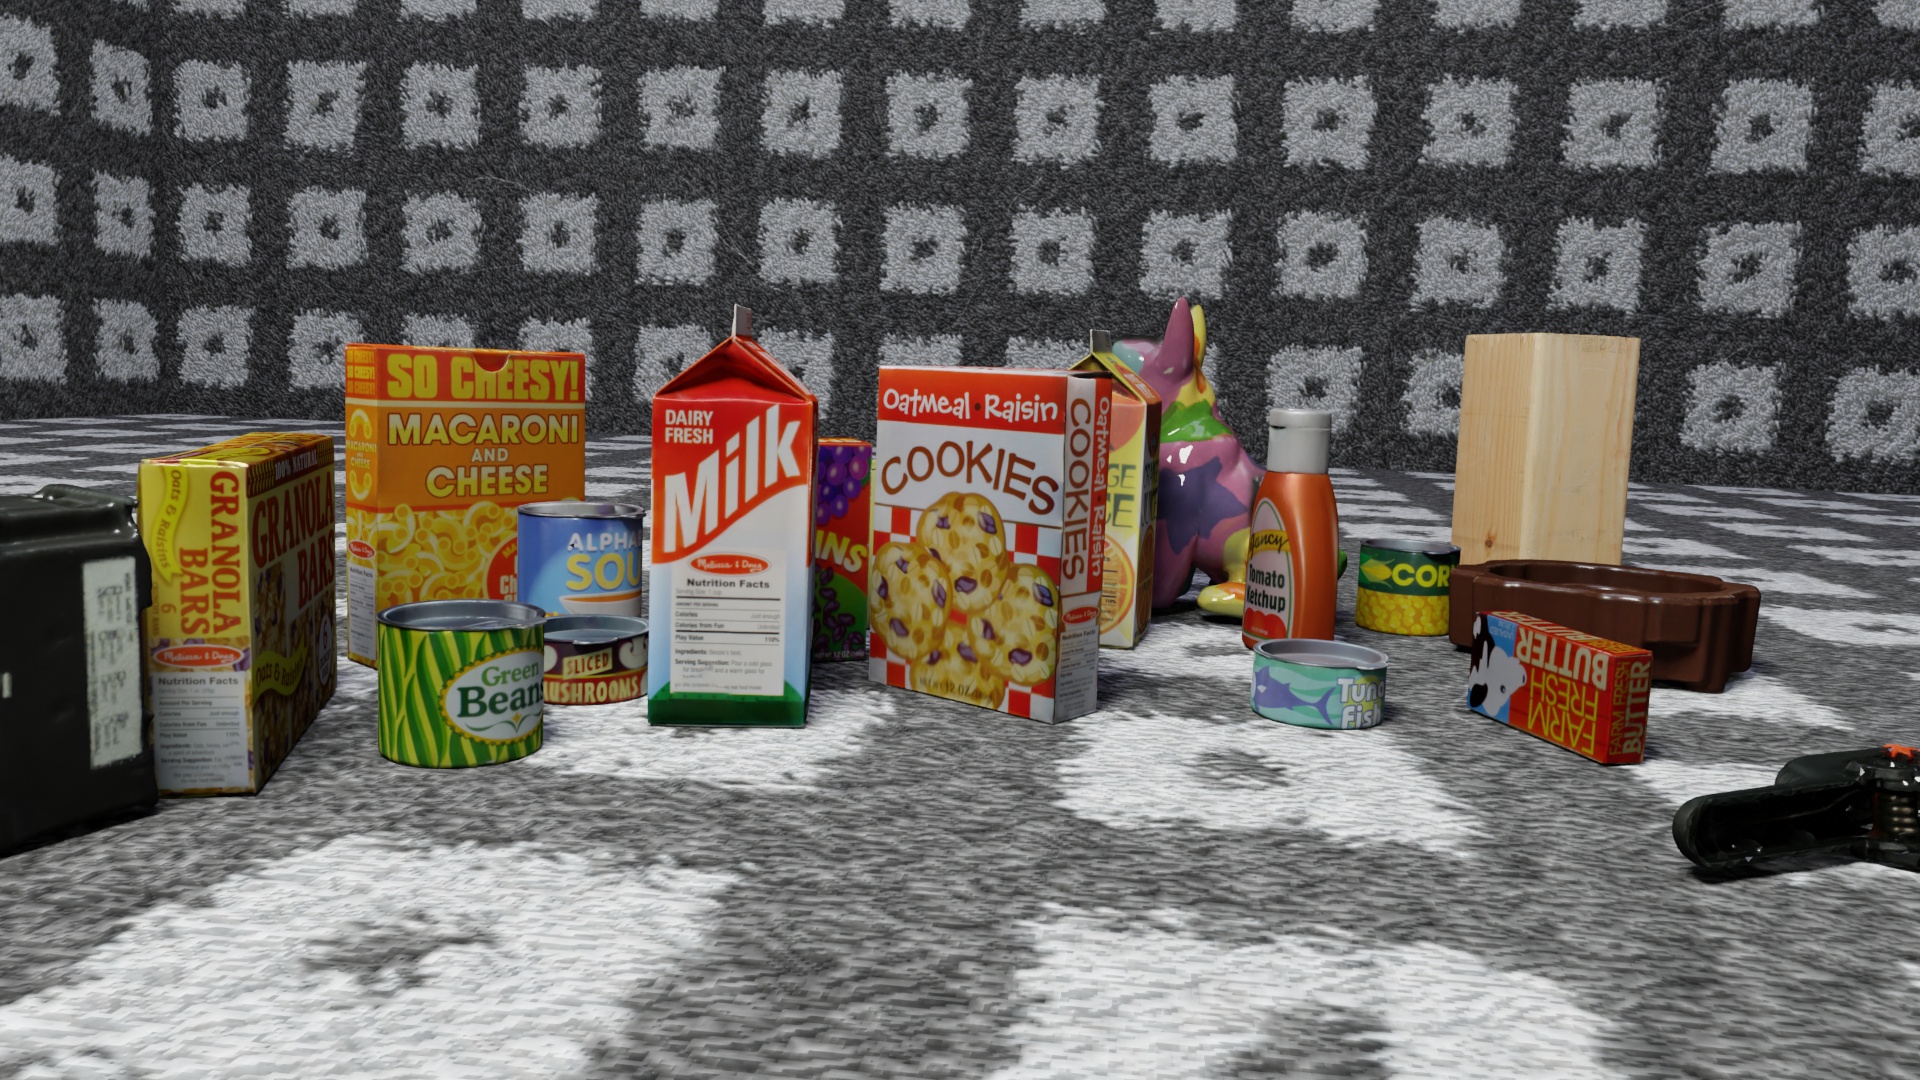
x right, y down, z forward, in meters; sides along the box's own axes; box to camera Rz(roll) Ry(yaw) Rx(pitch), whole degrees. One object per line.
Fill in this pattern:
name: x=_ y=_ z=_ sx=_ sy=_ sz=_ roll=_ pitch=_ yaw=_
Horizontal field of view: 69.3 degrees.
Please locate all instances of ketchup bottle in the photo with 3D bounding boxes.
ketchup bottle: x=0.202 y=-0.005 z=0.841 sx=0.043 sy=0.148 sz=0.065 roll=-1 pitch=7 yaw=-23

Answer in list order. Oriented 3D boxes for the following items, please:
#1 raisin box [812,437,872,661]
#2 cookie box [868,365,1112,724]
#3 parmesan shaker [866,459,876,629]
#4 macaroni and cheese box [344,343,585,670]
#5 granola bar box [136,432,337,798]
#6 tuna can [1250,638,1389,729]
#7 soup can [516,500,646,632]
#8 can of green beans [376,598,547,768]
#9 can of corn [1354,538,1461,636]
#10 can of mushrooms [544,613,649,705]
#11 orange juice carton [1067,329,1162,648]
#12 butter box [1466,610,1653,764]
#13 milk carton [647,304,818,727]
raisin box: x=-0.095 y=0.005 z=0.775 sx=0.086 sy=0.123 sz=0.040 roll=-1 pitch=7 yaw=-23
cookie box: x=0.013 y=-0.004 z=0.698 sx=0.123 sy=0.167 sz=0.040 roll=8 pitch=9 yaw=40
parmesan shaker: x=-0.072 y=0.001 z=0.888 sx=0.071 sy=0.103 sz=0.071 roll=2 pitch=7 yaw=0
macaroni and cheese box: x=-0.266 y=-0.021 z=0.757 sx=0.040 sy=0.166 sz=0.124 roll=8 pitch=9 yaw=41
granola bar box: x=-0.294 y=0.022 z=0.575 sx=0.039 sy=0.124 sz=0.165 roll=0 pitch=7 yaw=-15
tuna can: x=0.181 y=0.071 z=0.694 sx=0.071 sy=0.032 sz=0.071 roll=2 pitch=7 yaw=0
soup can: x=-0.203 y=0.024 z=0.749 sx=0.071 sy=0.083 sz=0.071 roll=2 pitch=7 yaw=0
can of green beans: x=-0.207 y=0.058 z=0.579 sx=0.071 sy=0.057 sz=0.071 roll=2 pitch=7 yaw=0
can of corn: x=0.305 y=0.031 z=0.945 sx=0.071 sy=0.058 sz=0.071 roll=2 pitch=7 yaw=0
can of mushrooms: x=-0.184 y=0.058 z=0.683 sx=0.071 sy=0.033 sz=0.071 roll=2 pitch=7 yaw=0
orange juice carton: x=0.083 y=-0.035 z=0.866 sx=0.073 sy=0.192 sz=0.072 roll=4 pitch=7 yaw=16
butter box: x=0.286 y=0.069 z=0.668 sx=0.024 sy=0.053 sz=0.103 roll=0 pitch=7 yaw=-15
milk carton: x=-0.104 y=-0.014 z=0.651 sx=0.073 sy=0.190 sz=0.072 roll=2 pitch=7 yaw=-4
